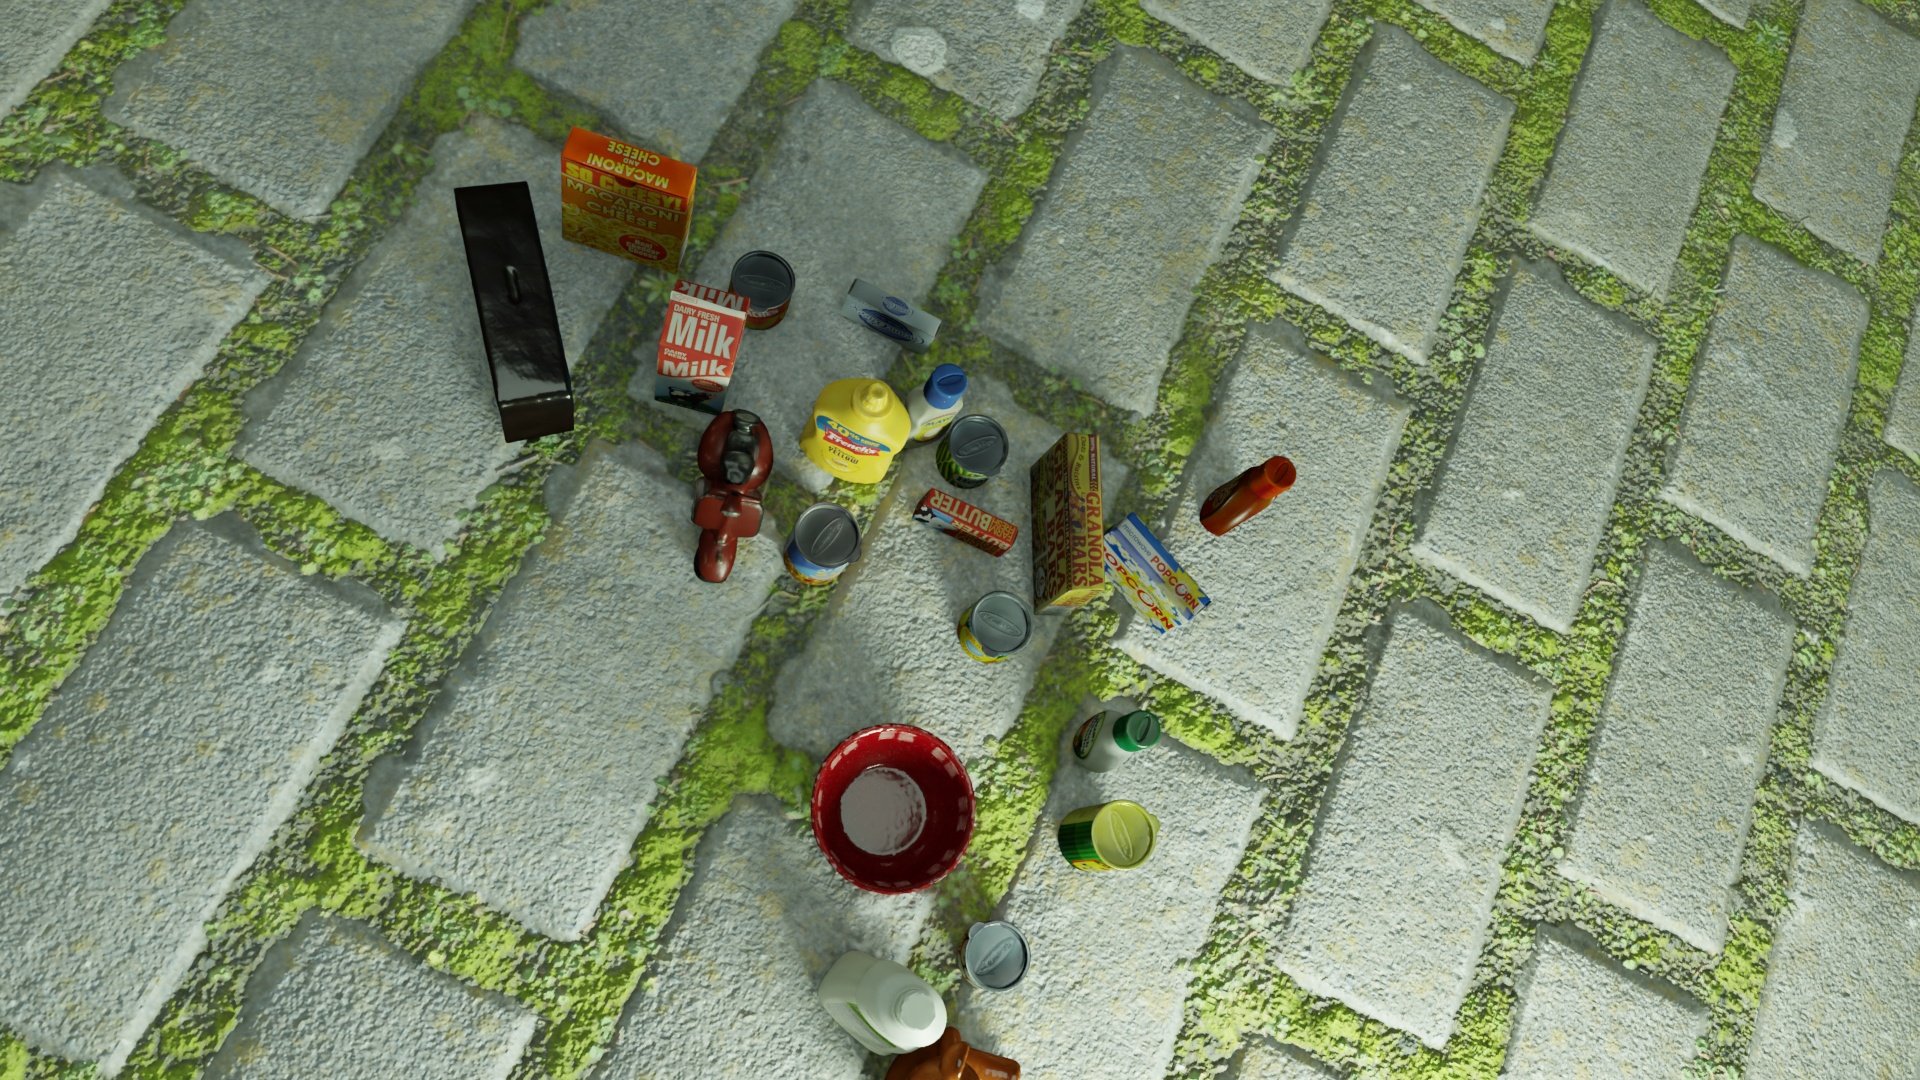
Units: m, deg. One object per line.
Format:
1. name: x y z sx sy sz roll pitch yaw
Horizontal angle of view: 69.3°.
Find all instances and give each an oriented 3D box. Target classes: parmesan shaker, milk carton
1. parmesan shaker: 0.146 0.292 1.370 0.071 0.102 0.071 4 74 -14
2. milk carton: -0.252 -0.193 1.352 0.072 0.190 0.073 14 72 -11

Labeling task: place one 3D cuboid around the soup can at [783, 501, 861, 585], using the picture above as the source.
1. soup can: -0.137 0.006 1.384 0.071 0.083 0.071 4 74 -14

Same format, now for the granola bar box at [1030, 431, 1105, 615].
1. granola bar box: 0.110 -0.015 1.436 0.039 0.124 0.166 4 74 -14

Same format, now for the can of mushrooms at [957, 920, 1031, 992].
1. can of mushrooms: 0.031 0.400 1.346 0.071 0.033 0.071 4 74 -14

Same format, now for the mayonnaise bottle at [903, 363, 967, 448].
1. mayonnaise bottle: -0.029 -0.137 1.420 0.065 0.147 0.041 -19 81 -19

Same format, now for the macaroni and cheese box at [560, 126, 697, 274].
1. macaroni and cheese box: -0.332 -0.334 1.383 0.124 0.166 0.040 16 72 -10

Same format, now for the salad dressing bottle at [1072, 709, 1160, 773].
1. salad dressing bottle: 0.155 0.195 1.376 0.044 0.147 0.064 28 70 -6

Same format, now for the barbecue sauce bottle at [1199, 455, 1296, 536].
1. barbecue sauce bottle: 0.310 -0.051 1.487 0.043 0.148 0.065 38 69 -3

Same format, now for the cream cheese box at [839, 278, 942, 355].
1. cream cheese box: -0.075 -0.239 1.487 0.104 0.053 0.024 26 70 -7

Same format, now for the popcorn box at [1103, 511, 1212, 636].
1. popcorn box: 0.196 0.036 1.465 0.038 0.085 0.127 -40 88 -21

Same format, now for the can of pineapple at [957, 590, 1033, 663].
1. can of pineapple: 0.034 0.091 1.421 0.071 0.057 0.071 4 74 -14

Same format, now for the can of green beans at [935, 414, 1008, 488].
1. can of green beans: 0.012 -0.093 1.466 0.071 0.057 0.071 4 74 -14

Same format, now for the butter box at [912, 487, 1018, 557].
1. butter box: 0.005 -0.018 1.446 0.103 0.053 0.024 25 70 -7

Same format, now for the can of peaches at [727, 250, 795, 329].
1. can of peaches: -0.210 -0.259 1.453 0.071 0.058 0.071 4 74 -14
